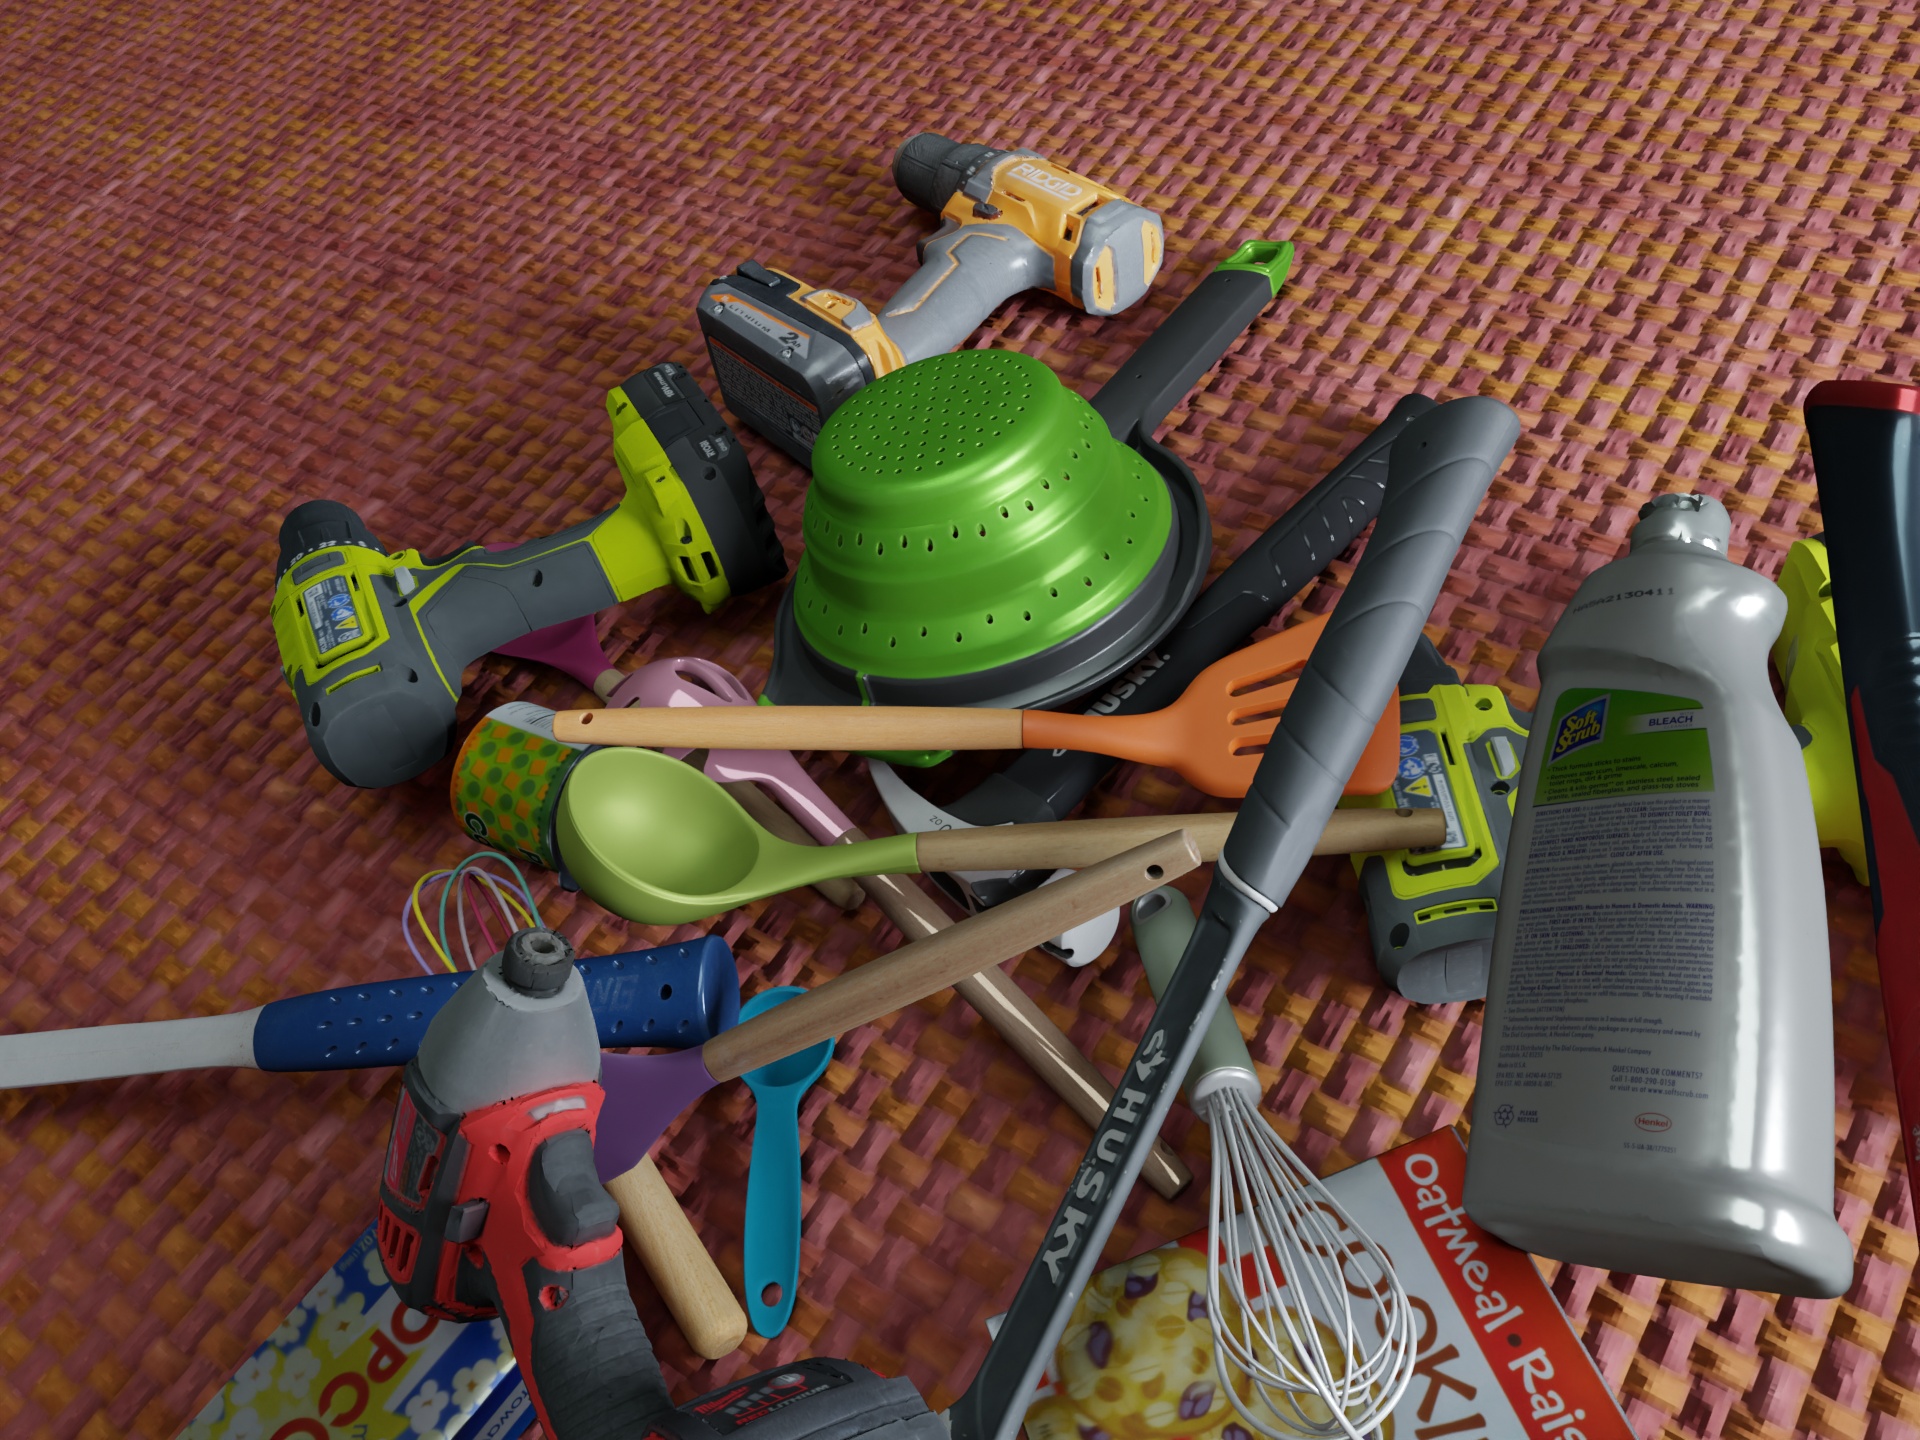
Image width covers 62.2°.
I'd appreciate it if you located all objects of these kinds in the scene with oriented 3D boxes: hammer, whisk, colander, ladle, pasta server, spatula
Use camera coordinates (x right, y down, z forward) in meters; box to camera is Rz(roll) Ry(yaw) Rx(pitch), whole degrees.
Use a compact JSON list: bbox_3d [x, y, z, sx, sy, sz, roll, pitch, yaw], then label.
[{"bbox_3d":[0.084,0.066,0.494,0.149,0.036,0.409,0,57,61],"label":"hammer"},{"bbox_3d":[0.279,0.063,0.476,0.038,0.143,0.387,14,61,-9],"label":"hammer"},{"bbox_3d":[-0.280,0.119,0.623,0.405,0.035,0.144,-8,65,14],"label":"hammer"},{"bbox_3d":[-0.148,0.139,0.616,0.051,0.047,0.245,-41,58,-3],"label":"whisk"},{"bbox_3d":[0.046,-0.149,0.733,0.205,0.094,0.397,15,51,36],"label":"colander"},{"bbox_3d":[0.089,0.129,0.519,0.058,0.059,0.247,-33,27,11],"label":"whisk"},{"bbox_3d":[0.010,0.036,0.574,0.320,0.062,0.078,-3,30,9],"label":"ladle"},{"bbox_3d":[-0.031,0.071,0.623,0.316,0.040,0.060,43,29,24],"label":"pasta server"},{"bbox_3d":[0.104,-0.041,0.688,0.335,0.035,0.146,-42,45,-22],"label":"hammer"},{"bbox_3d":[-0.001,-0.002,0.606,0.322,0.041,0.081,0,60,6],"label":"spatula"},{"bbox_3d":[-0.064,0.104,0.539,0.316,0.059,0.018,-26,14,17],"label":"spatula"}]

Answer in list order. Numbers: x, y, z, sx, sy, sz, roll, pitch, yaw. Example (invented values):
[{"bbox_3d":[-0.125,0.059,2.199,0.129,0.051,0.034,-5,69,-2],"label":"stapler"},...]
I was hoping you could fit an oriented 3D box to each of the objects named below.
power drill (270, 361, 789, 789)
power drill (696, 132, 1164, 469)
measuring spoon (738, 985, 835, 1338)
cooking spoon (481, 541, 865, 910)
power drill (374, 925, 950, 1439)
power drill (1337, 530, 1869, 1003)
[{"bbox_3d":[-0.216,-0.082,0.760,0.228,0.080,0.191,-27,45,-10],"label":"power drill"},{"bbox_3d":[-0.031,-0.240,0.856,0.226,0.084,0.185,-37,53,-21],"label":"power drill"},{"bbox_3d":[-0.067,0.164,0.594,0.042,0.021,0.129,-5,61,9],"label":"measuring spoon"},{"bbox_3d":[-0.150,-0.005,0.739,0.069,0.017,0.319,-38,53,-23],"label":"cooking spoon"},{"bbox_3d":[-0.104,0.171,0.468,0.078,0.143,0.220,-4,35,-42],"label":"power drill"},{"bbox_3d":[0.253,0.005,0.599,0.223,0.080,0.171,-11,52,9],"label":"power drill"}]
